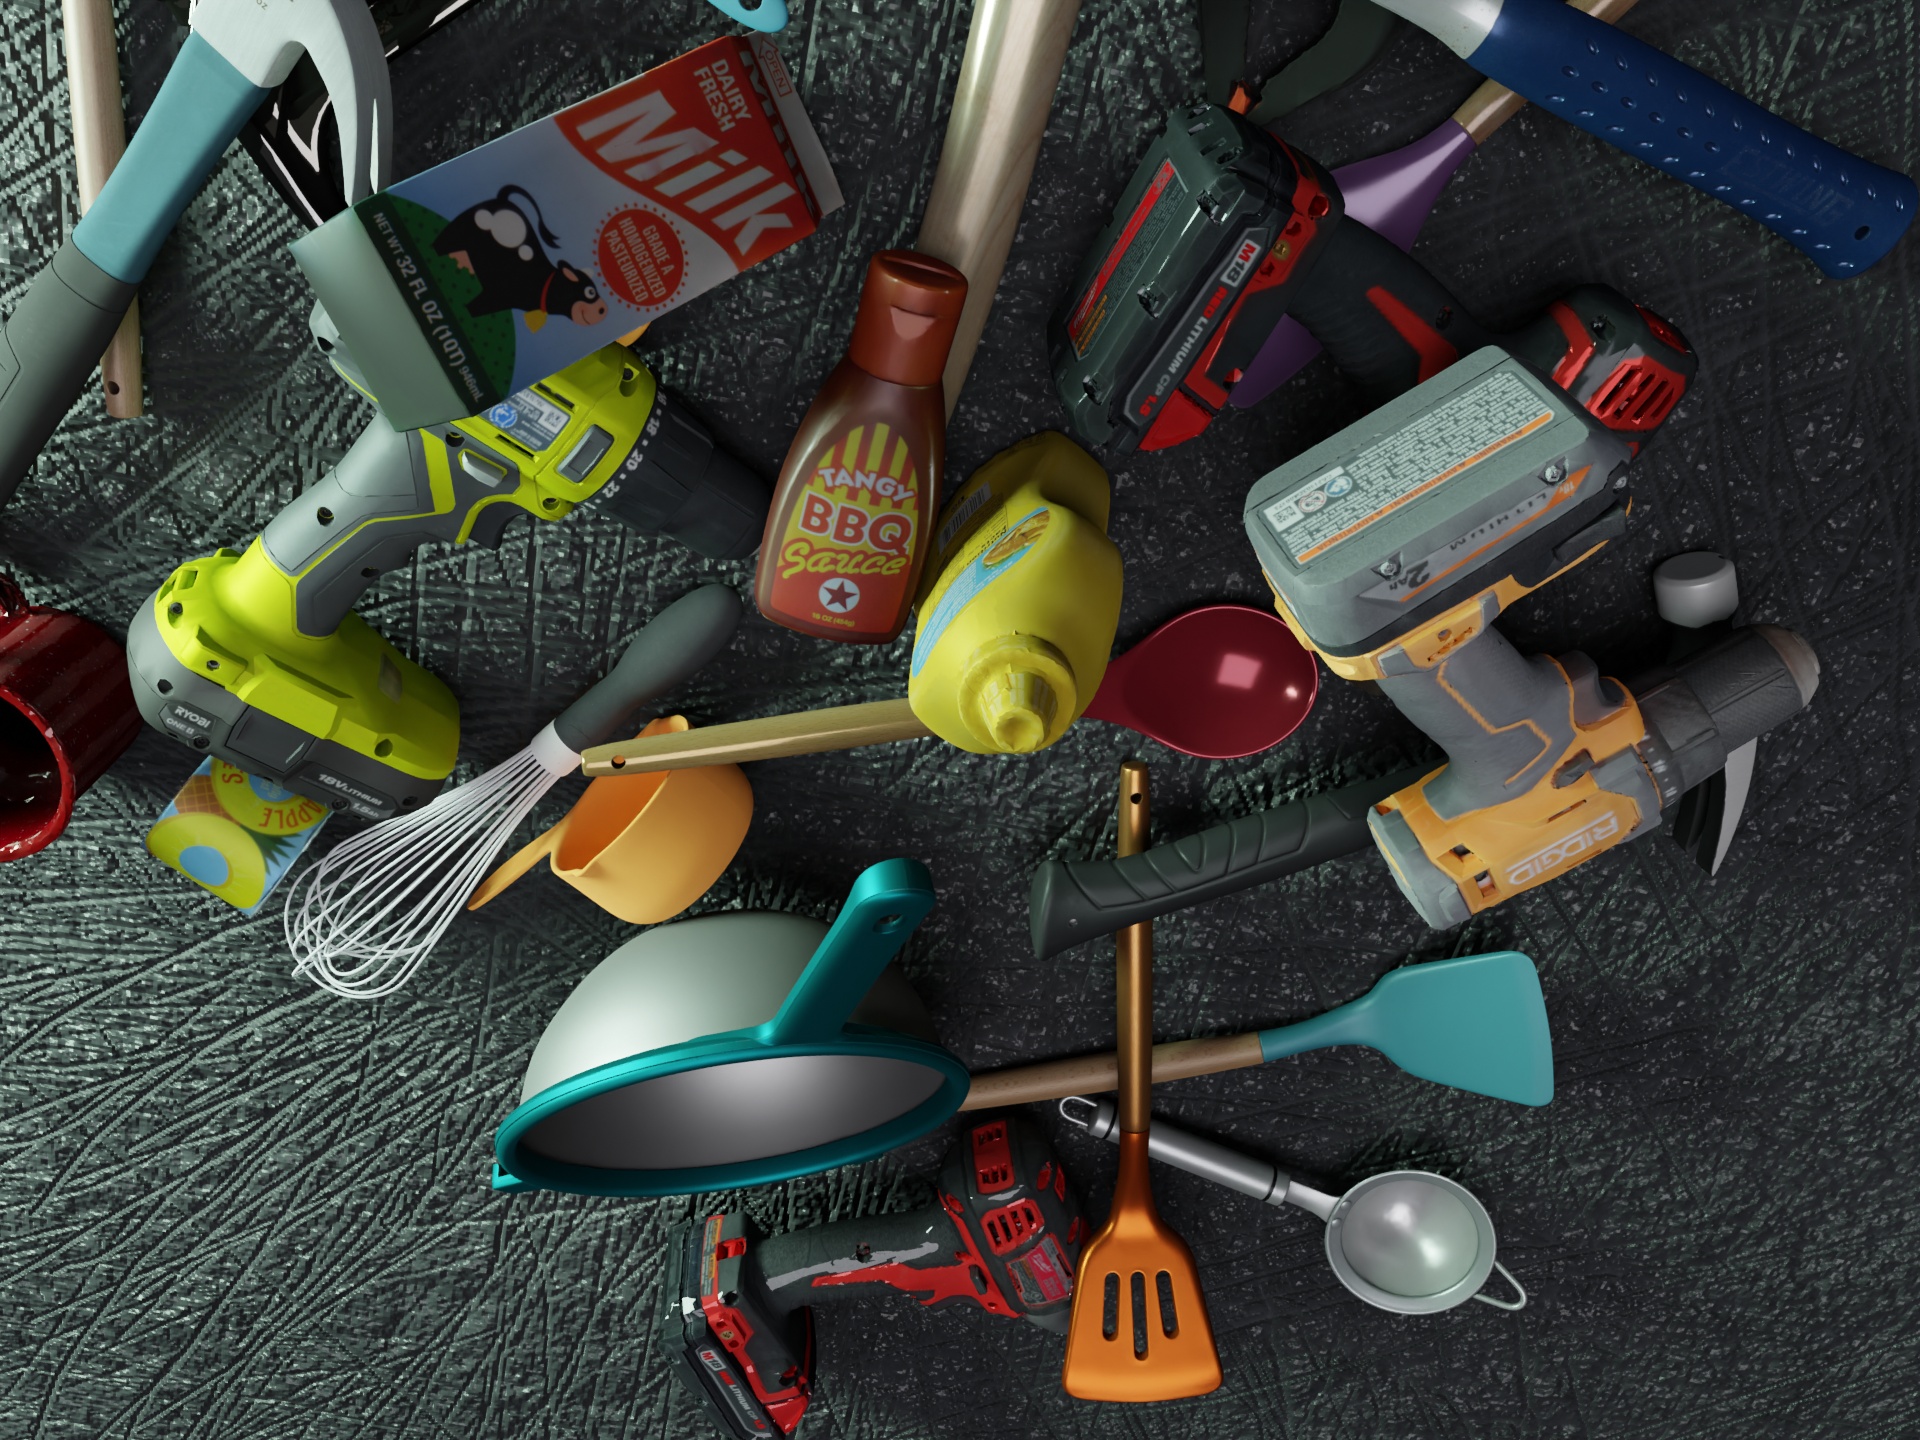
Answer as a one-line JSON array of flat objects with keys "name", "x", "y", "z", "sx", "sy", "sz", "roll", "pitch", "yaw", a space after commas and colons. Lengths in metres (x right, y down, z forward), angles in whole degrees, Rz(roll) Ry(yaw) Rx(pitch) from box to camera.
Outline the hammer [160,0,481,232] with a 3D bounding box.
[{"name": "hammer", "x": -0.112, "y": -0.297, "z": 0.560, "sx": 0.359, "sy": 0.037, "sz": 0.149, "roll": -26, "pitch": 114, "yaw": 14}]

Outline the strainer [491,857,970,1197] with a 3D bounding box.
[{"name": "strainer", "x": -0.084, "y": 0.112, "z": 0.683, "sx": 0.211, "sy": 0.095, "sz": 0.340, "roll": 2, "pitch": 147, "yaw": -23}]

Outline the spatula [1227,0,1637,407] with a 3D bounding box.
[{"name": "spatula", "x": 0.207, "y": -0.241, "z": 0.593, "sx": 0.059, "sy": 0.018, "sz": 0.316, "roll": 42, "pitch": 111, "yaw": -17}]

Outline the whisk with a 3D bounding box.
[{"name": "whisk", "x": -0.203, "y": 0.033, "z": 0.721, "sx": 0.284, "sy": 0.070, "sz": 0.070, "roll": -39, "pitch": 110, "yaw": 14}]

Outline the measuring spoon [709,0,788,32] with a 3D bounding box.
[{"name": "measuring spoon", "x": -0.112, "y": -0.277, "z": 0.537, "sx": 0.128, "sy": 0.021, "sz": 0.042, "roll": 35, "pitch": 113, "yaw": -14}]

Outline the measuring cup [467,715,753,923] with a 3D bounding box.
[{"name": "measuring cup", "x": -0.162, "y": 0.065, "z": 0.729, "sx": 0.173, "sy": 0.095, "sz": 0.052, "roll": -31, "pitch": 119, "yaw": 35}]

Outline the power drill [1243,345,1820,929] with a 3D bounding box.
[{"name": "power drill", "x": 0.223, "y": -0.030, "z": 0.600, "sx": 0.185, "sy": 0.084, "sz": 0.226, "roll": -30, "pitch": 130, "yaw": 8}]

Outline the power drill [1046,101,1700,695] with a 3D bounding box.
[{"name": "power drill", "x": 0.146, "y": -0.112, "z": 0.619, "sx": 0.226, "sy": 0.080, "sz": 0.187, "roll": 20, "pitch": 123, "yaw": -21}]

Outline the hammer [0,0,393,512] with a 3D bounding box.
[{"name": "hammer", "x": -0.332, "y": -0.168, "z": 0.605, "sx": 0.128, "sy": 0.033, "sz": 0.331, "roll": 42, "pitch": 118, "yaw": -16}]

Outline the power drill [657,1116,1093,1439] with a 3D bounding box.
[{"name": "power drill", "x": -0.035, "y": 0.299, "z": 0.838, "sx": 0.219, "sy": 0.079, "sz": 0.143, "roll": -20, "pitch": 121, "yaw": 7}]

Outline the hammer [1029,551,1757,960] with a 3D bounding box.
[{"name": "hammer", "x": 0.189, "y": 0.044, "z": 0.710, "sx": 0.335, "sy": 0.035, "sz": 0.146, "roll": -18, "pitch": 115, "yaw": 3}]

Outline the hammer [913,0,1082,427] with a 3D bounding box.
[{"name": "hammer", "x": 0.022, "y": -0.213, "z": 0.578, "sx": 0.146, "sy": 0.038, "sz": 0.410, "roll": 14, "pitch": 123, "yaw": -10}]

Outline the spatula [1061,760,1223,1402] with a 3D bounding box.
[{"name": "spatula", "x": 0.085, "y": 0.178, "z": 0.765, "sx": 0.081, "sy": 0.041, "sz": 0.322, "roll": -2, "pitch": 106, "yaw": 0}]

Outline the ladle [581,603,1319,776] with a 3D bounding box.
[{"name": "ladle", "x": -0.001, "y": -0.002, "z": 0.678, "sx": 0.315, "sy": 0.031, "sz": 0.069, "roll": -8, "pitch": 100, "yaw": -10}]

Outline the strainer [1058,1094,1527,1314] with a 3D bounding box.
[{"name": "strainer", "x": 0.171, "y": 0.242, "z": 0.827, "sx": 0.258, "sy": 0.050, "sz": 0.087, "roll": 22, "pitch": 109, "yaw": -4}]

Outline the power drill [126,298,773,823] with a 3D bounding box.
[{"name": "power drill", "x": -0.206, "y": -0.068, "z": 0.648, "sx": 0.190, "sy": 0.080, "sz": 0.228, "roll": 32, "pitch": 113, "yaw": -33}]

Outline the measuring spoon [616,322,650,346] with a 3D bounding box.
[{"name": "measuring spoon", "x": -0.114, "y": -0.199, "z": 0.626, "sx": 0.021, "sy": 0.011, "sz": 0.117, "roll": 24, "pitch": 118, "yaw": -14}]

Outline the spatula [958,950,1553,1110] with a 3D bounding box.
[{"name": "spatula", "x": 0.124, "y": 0.170, "z": 0.788, "sx": 0.317, "sy": 0.044, "sz": 0.082, "roll": -11, "pitch": 106, "yaw": 8}]

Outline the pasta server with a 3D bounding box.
[{"name": "pasta server", "x": -0.324, "y": -0.261, "z": 0.581, "sx": 0.060, "sy": 0.040, "sz": 0.316, "roll": 13, "pitch": 118, "yaw": 6}]

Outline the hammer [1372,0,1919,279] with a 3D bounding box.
[{"name": "hammer", "x": 0.170, "y": -0.244, "z": 0.530, "sx": 0.405, "sy": 0.035, "sz": 0.144, "roll": 16, "pitch": 124, "yaw": -22}]
